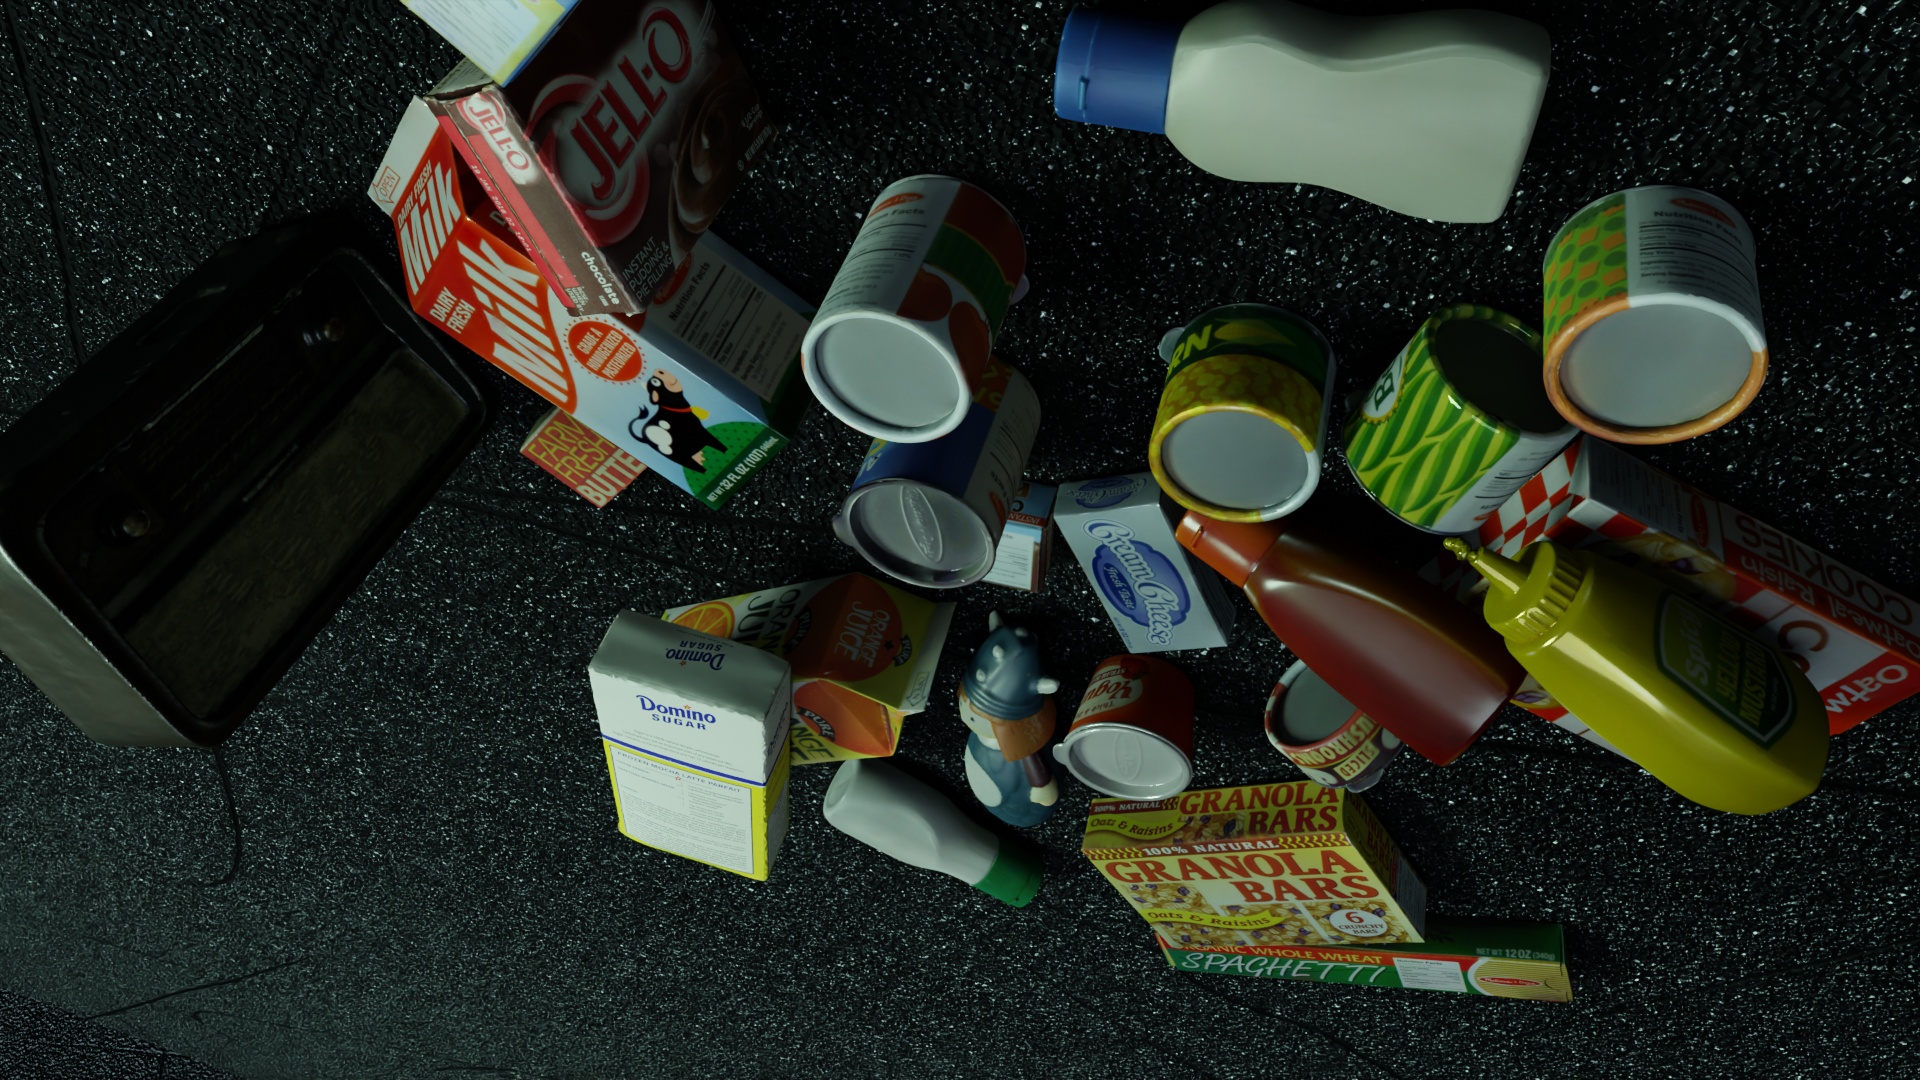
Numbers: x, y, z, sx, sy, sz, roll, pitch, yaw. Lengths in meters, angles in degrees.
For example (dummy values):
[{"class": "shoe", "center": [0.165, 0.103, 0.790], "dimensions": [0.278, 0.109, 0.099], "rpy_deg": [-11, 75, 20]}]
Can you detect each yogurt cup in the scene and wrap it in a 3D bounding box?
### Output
[{"class": "yogurt cup", "center": [0.092, 0.096, 0.729], "dimensions": [0.072, 0.054, 0.072], "rpy_deg": [12, 141, 10]}]

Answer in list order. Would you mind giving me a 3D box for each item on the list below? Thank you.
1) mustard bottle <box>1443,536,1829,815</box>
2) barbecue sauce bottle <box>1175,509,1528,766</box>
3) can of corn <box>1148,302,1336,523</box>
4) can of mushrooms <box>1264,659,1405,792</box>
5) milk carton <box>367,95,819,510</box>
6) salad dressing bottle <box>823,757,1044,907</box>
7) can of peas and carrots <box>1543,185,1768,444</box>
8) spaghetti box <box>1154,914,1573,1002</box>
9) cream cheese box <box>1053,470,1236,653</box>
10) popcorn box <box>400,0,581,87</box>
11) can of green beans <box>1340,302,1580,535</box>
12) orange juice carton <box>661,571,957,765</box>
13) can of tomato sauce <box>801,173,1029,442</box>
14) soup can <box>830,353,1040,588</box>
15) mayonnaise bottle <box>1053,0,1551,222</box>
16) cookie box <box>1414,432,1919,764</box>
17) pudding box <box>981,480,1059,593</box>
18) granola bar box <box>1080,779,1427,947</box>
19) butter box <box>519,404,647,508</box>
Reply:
[{"class": "mustard bottle", "center": [0.251, 0.042, 0.526], "dimensions": [0.160, 0.065, 0.048], "rpy_deg": [31, 144, -6]}, {"class": "barbecue sauce bottle", "center": [0.160, 0.028, 0.588], "dimensions": [0.149, 0.044, 0.064], "rpy_deg": [37, 136, 15]}, {"class": "can of corn", "center": [0.108, -0.050, 0.544], "dimensions": [0.071, 0.058, 0.070], "rpy_deg": [11, 141, 10]}, {"class": "can of mushrooms", "center": [0.181, 0.084, 0.662], "dimensions": [0.033, 0.071, 0.071], "rpy_deg": [41, 137, -22]}, {"class": "milk carton", "center": [-0.152, -0.104, 0.578], "dimensions": [0.190, 0.074, 0.072], "rpy_deg": [35, 139, -19]}, {"class": "salad dressing bottle", "center": [-0.015, 0.190, 0.896], "dimensions": [0.147, 0.044, 0.064], "rpy_deg": [31, 138, -16]}, {"class": "can of peas and carrots", "center": [0.229, -0.073, 0.465], "dimensions": [0.071, 0.059, 0.070], "rpy_deg": [12, 141, 10]}, {"class": "spaghetti box", "center": [0.248, 0.256, 0.874], "dimensions": [0.250, 0.029, 0.050], "rpy_deg": [-3, 136, 26]}, {"class": "cream cheese box", "center": [0.088, 0.011, 0.654], "dimensions": [0.053, 0.024, 0.103], "rpy_deg": [-8, 134, 28]}, {"class": "popcorn box", "center": [-0.101, -0.200, 0.398], "dimensions": [0.038, 0.127, 0.085], "rpy_deg": [38, 139, -27]}, {"class": "can of green beans", "center": [0.184, -0.045, 0.512], "dimensions": [0.071, 0.071, 0.057], "rpy_deg": [23, 141, -4]}, {"class": "orange juice carton", "center": [-0.088, 0.074, 0.764], "dimensions": [0.192, 0.072, 0.073], "rpy_deg": [-11, 133, 33]}, {"class": "can of tomato sauce", "center": [-0.015, -0.087, 0.531], "dimensions": [0.071, 0.083, 0.070], "rpy_deg": [12, 141, 10]}, {"class": "soup can", "center": [-0.009, -0.032, 0.594], "dimensions": [0.071, 0.084, 0.071], "rpy_deg": [12, 141, 10]}, {"class": "mayonnaise bottle", "center": [0.106, -0.144, 0.448], "dimensions": [0.148, 0.041, 0.064], "rpy_deg": [12, 140, 11]}, {"class": "cookie box", "center": [0.292, 0.038, 0.585], "dimensions": [0.167, 0.040, 0.122], "rpy_deg": [25, 141, -7]}, {"class": "pudding box", "center": [0.002, -0.008, 0.661], "dimensions": [0.084, 0.030, 0.049], "rpy_deg": [12, 142, 10]}, {"class": "granola bar box", "center": [0.174, 0.194, 0.822], "dimensions": [0.165, 0.039, 0.124], "rpy_deg": [-13, 132, 35]}, {"class": "butter box", "center": [-0.171, -0.057, 0.681], "dimensions": [0.053, 0.024, 0.103], "rpy_deg": [37, 138, -20]}]
